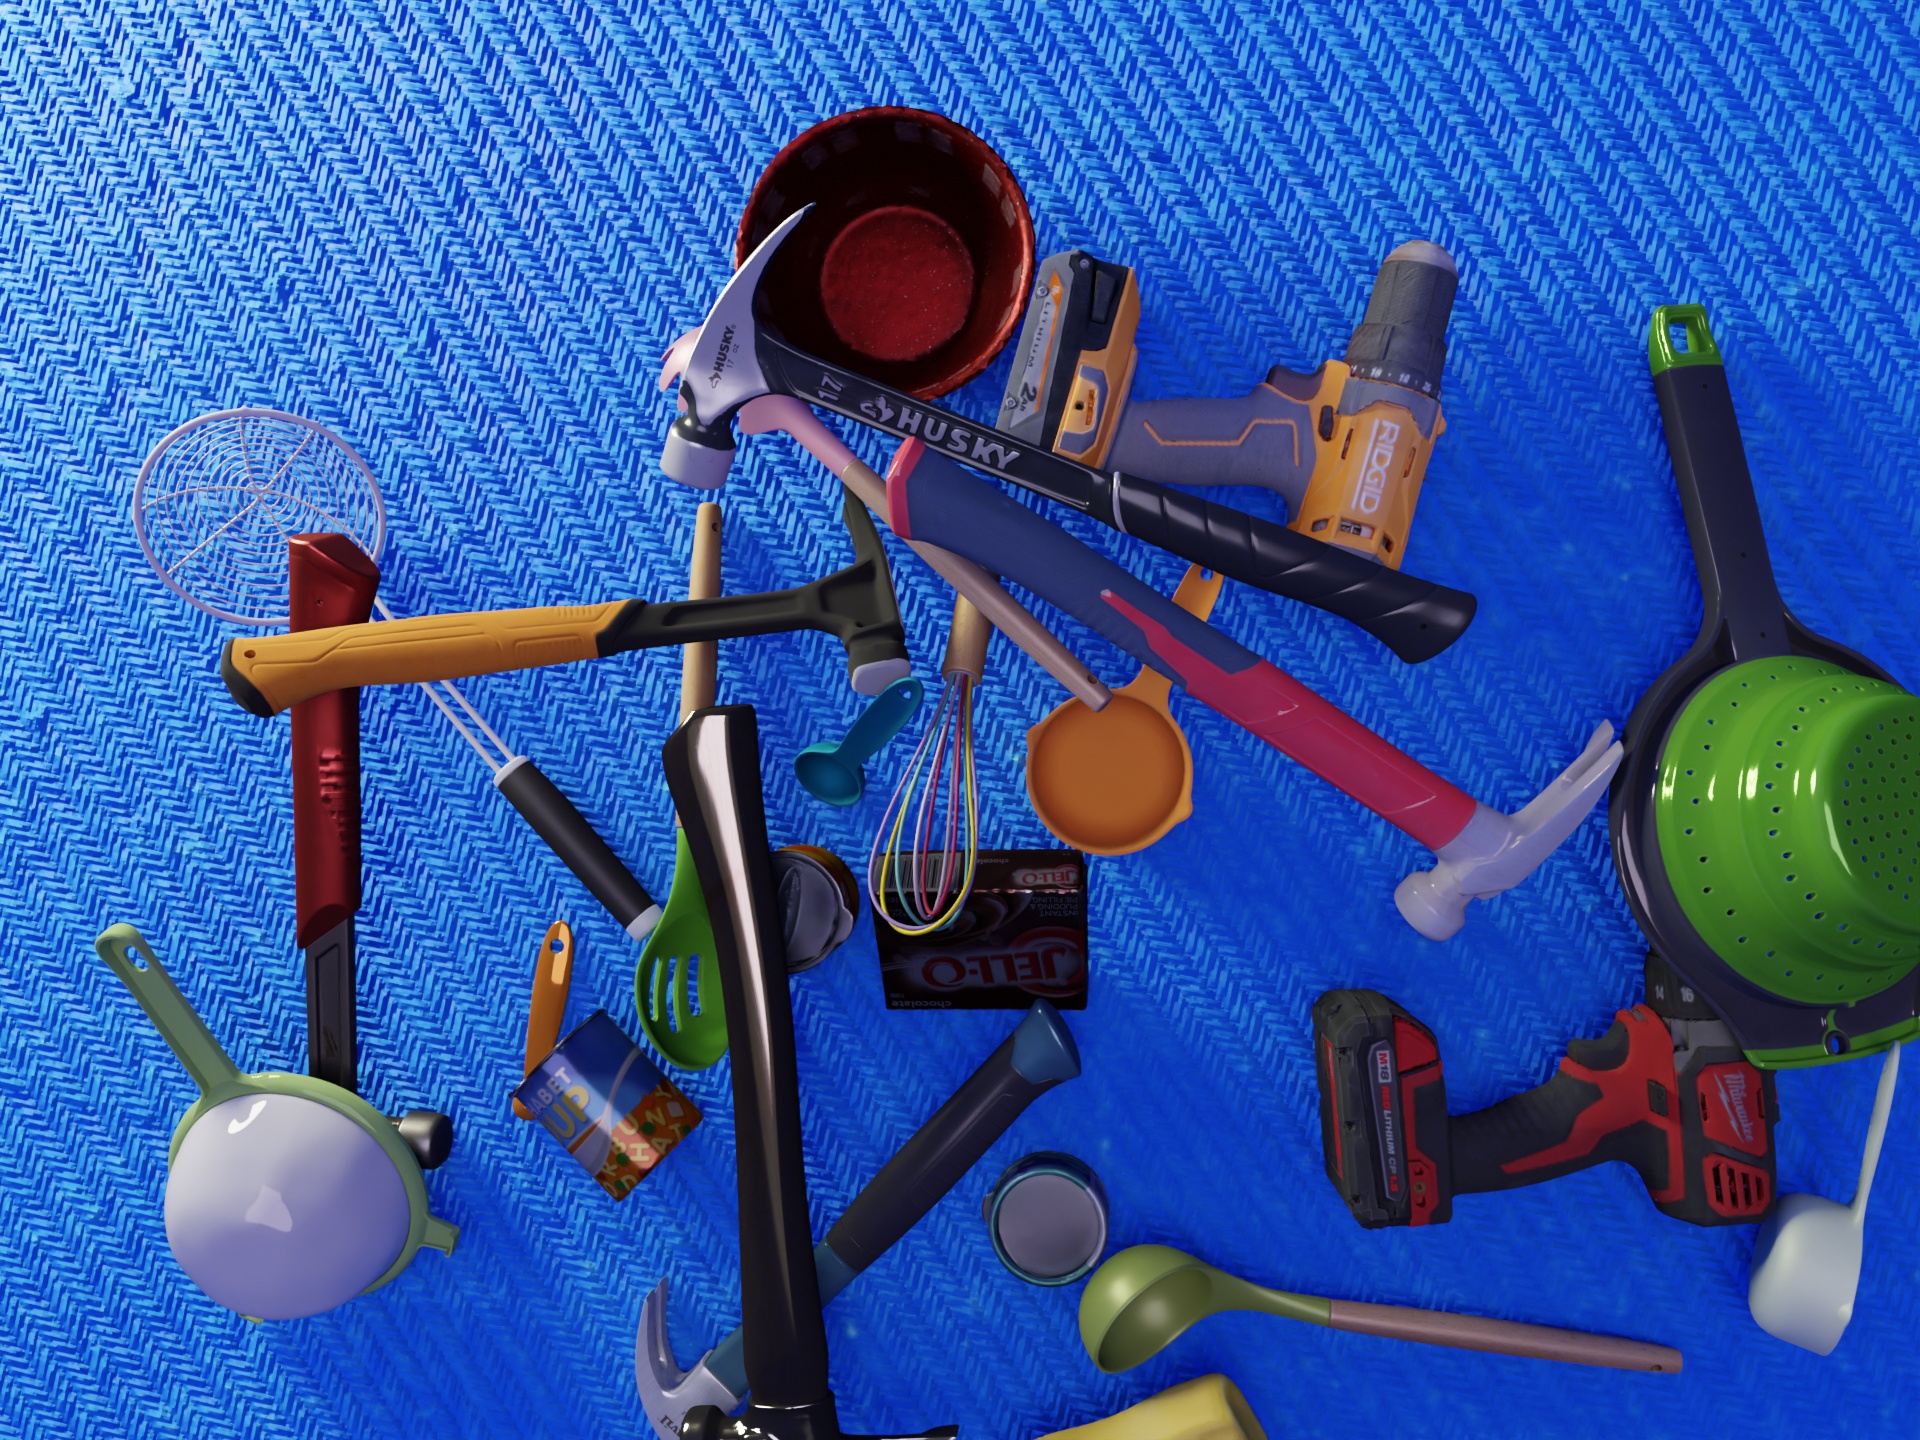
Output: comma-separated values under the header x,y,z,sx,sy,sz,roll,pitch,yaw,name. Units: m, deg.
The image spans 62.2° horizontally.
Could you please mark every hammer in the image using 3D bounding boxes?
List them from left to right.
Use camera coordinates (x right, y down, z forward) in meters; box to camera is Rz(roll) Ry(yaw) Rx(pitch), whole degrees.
x,y,z,sx,sy,sz,roll,pitch,yaw,name
-0.354,0.077,0.868,0.149,0.037,0.359,6,104,4,hammer
-0.200,-0.052,0.820,0.337,0.034,0.127,-8,58,-11,hammer
-0.092,0.196,0.827,0.146,0.038,0.410,-5,94,8,hammer
-0.053,0.281,0.866,0.128,0.033,0.331,43,99,5,hammer
0.063,-0.120,0.788,0.409,0.036,0.149,20,114,-4,hammer
0.138,-0.035,0.782,0.386,0.038,0.143,32,118,-12,hammer

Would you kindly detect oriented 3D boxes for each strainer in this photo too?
x,y,z,sx,sy,sz,roll,pitch,yaw,name
-0.397,0.228,0.853,0.151,0.069,0.256,-22,108,13,strainer

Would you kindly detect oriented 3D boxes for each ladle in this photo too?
x,y,z,sx,sy,sz,roll,pitch,yaw,name
0.222,0.328,0.841,0.320,0.062,0.078,7,125,2,ladle

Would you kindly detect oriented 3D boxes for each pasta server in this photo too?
x,y,z,sx,sy,sz,roll,pitch,yaw,name
-0.041,-0.111,0.843,0.316,0.040,0.060,43,57,11,pasta server

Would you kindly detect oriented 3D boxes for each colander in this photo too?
x,y,z,sx,sy,sz,roll,pitch,yaw,name
0.417,-0.031,0.781,0.204,0.094,0.397,-7,82,-14,colander

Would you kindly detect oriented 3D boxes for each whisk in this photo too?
x,y,z,sx,sy,sz,roll,pitch,yaw,name
0.001,-0.003,0.825,0.051,0.047,0.245,23,61,-24,whisk

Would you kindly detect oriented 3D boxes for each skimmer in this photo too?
x,y,z,sx,sy,sz,roll,pitch,yaw,name
-0.298,-0.015,0.874,0.127,0.090,0.363,-43,86,4,skimmer

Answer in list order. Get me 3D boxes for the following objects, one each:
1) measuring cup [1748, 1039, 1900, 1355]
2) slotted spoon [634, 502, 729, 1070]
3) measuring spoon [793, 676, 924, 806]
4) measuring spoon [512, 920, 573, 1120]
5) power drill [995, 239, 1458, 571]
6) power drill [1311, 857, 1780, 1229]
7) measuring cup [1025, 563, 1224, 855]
x,y,z,sx,sy,sz,roll,pitch,yaw,name
0.434,0.235,0.801,0.038,0.083,0.167,12,102,20,measuring cup
-0.147,0.034,0.886,0.031,0.070,0.314,-2,84,43,slotted spoon
-0.049,0.006,0.850,0.042,0.021,0.128,38,138,-7,measuring spoon
-0.238,0.172,0.907,0.021,0.011,0.117,11,91,5,measuring spoon
0.144,-0.181,0.838,0.226,0.084,0.185,16,92,1,power drill
0.303,0.170,0.824,0.226,0.080,0.188,-5,90,3,power drill
0.098,-0.012,0.853,0.095,0.052,0.173,26,93,4,measuring cup
